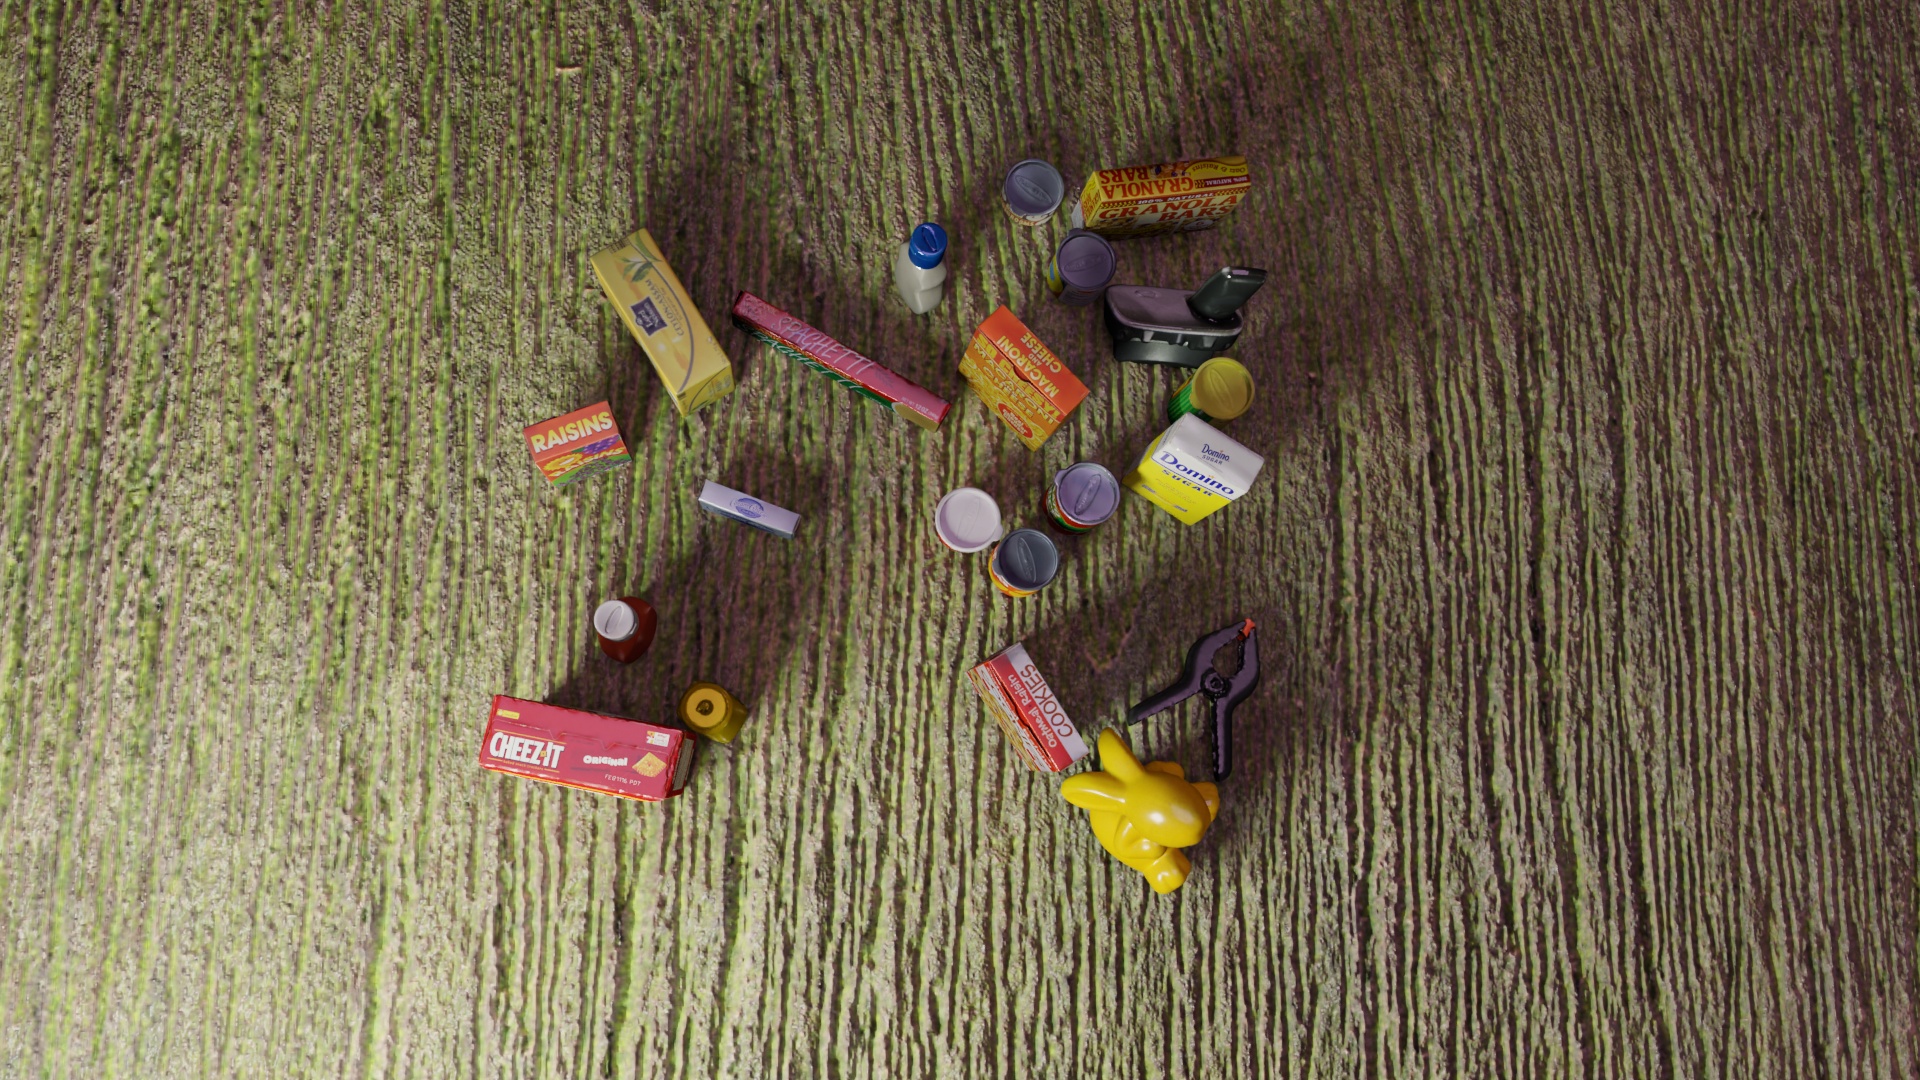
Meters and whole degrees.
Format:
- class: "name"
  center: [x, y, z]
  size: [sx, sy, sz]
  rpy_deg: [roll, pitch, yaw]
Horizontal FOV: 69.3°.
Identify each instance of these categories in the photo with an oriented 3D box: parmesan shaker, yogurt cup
- class: "parmesan shaker"
  center: [0.261, -0.148, 1.474]
  size: [0.071, 0.103, 0.071]
  rpy_deg: [1, 81, -7]
- class: "yogurt cup"
  center: [0.005, -0.018, 1.445]
  size: [0.072, 0.054, 0.072]
  rpy_deg: [1, 81, -7]

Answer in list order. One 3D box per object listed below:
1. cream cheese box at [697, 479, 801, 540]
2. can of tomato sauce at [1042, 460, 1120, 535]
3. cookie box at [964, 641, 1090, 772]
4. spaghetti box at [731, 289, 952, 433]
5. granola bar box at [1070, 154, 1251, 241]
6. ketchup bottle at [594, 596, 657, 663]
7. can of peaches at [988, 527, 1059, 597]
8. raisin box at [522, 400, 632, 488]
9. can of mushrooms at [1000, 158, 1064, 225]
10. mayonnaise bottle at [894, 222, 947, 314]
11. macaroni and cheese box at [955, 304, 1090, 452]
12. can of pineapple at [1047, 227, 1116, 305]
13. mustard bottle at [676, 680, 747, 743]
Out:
- class: "cream cheese box"
  center: [-0.215, -0.030, 1.419]
  size: [0.104, 0.053, 0.024]
  rpy_deg: [21, 79, -4]
- class: "can of tomato sauce"
  center: [0.123, -0.043, 1.449]
  size: [0.071, 0.083, 0.071]
  rpy_deg: [1, 81, -7]
- class: "cookie box"
  center: [0.062, 0.167, 1.363]
  size: [0.040, 0.167, 0.123]
  rpy_deg: [-32, 86, -11]
- class: "spaghetti box"
  center: [-0.127, -0.187, 1.458]
  size: [0.250, 0.050, 0.029]
  rpy_deg: [28, 79, -2]
- class: "granola bar box"
  center: [0.213, -0.364, 1.493]
  size: [0.166, 0.124, 0.039]
  rpy_deg: [-9, 82, -9]
- class: "ketchup bottle"
  center: [-0.324, 0.083, 1.337]
  size: [0.043, 0.148, 0.065]
  rpy_deg: [25, 79, -3]
- class: "can of peaches"
  center: [0.063, 0.024, 1.443]
  size: [0.071, 0.058, 0.071]
  rpy_deg: [1, 81, -7]
- class: "raisin box"
  center: [-0.376, -0.095, 1.373]
  size: [0.086, 0.123, 0.040]
  rpy_deg: [-20, 84, -10]
- class: "can of mushrooms"
  center: [0.077, -0.380, 1.524]
  size: [0.071, 0.033, 0.071]
  rpy_deg: [1, 81, -7]
- class: "mayonnaise bottle"
  center: [-0.039, -0.284, 1.435]
  size: [0.041, 0.148, 0.065]
  rpy_deg: [-26, 85, -10]
- class: "macaroni and cheese box"
  center: [0.060, -0.161, 1.418]
  size: [0.124, 0.166, 0.040]
  rpy_deg: [45, 79, 1]
- class: "can of pineapple"
  center: [0.131, -0.295, 1.505]
  size: [0.071, 0.057, 0.071]
  rpy_deg: [1, 81, -7]
- class: "mustard bottle"
  center: [-0.239, 0.162, 1.329]
  size: [0.065, 0.160, 0.049]
  rpy_deg: [31, 79, -2]
